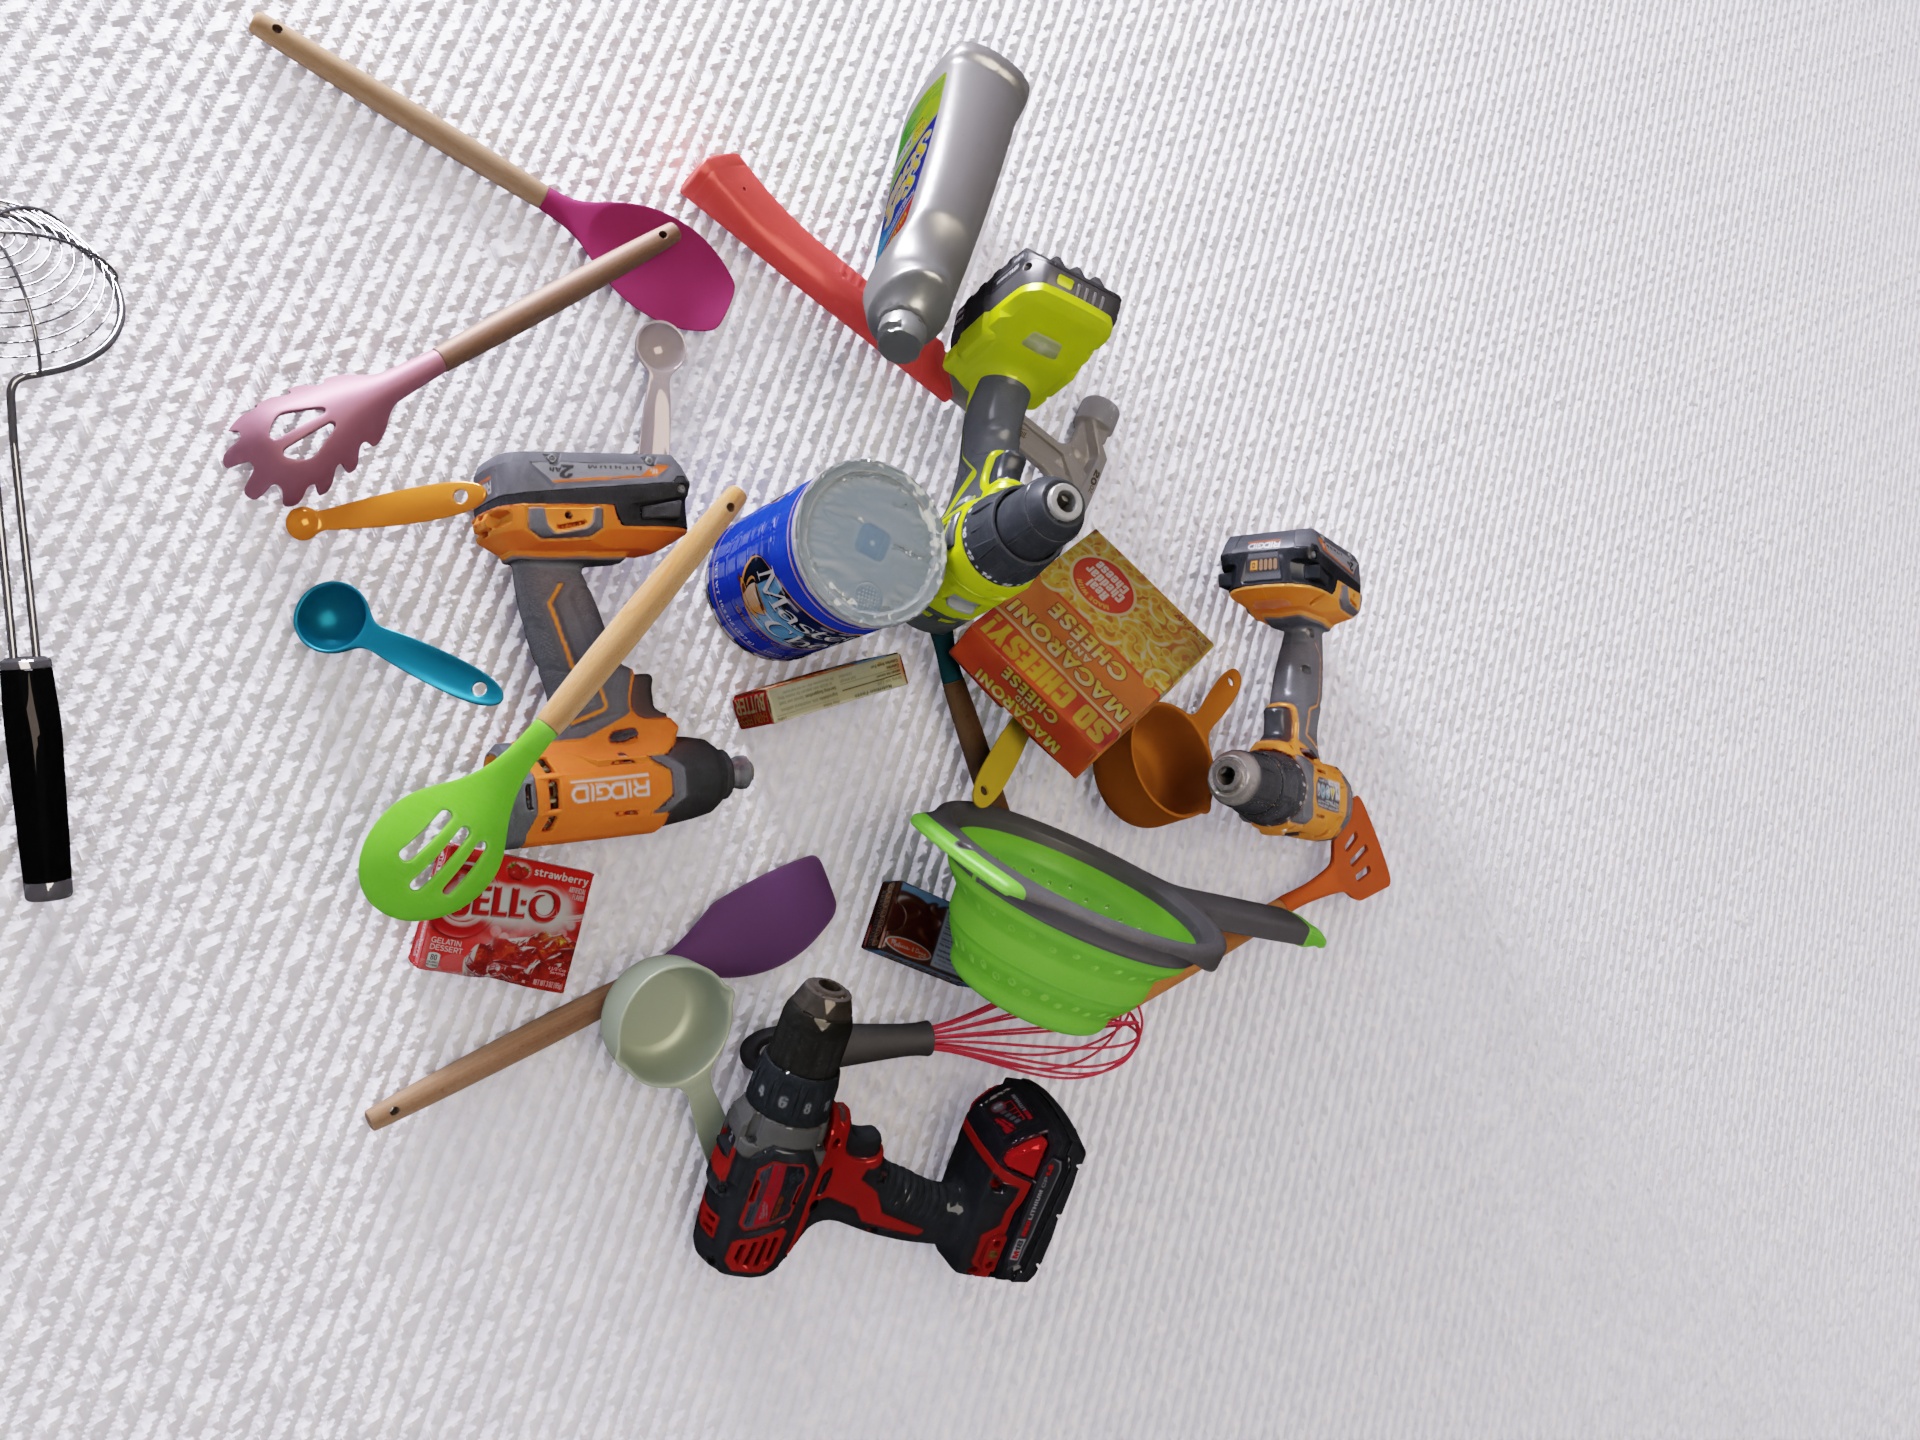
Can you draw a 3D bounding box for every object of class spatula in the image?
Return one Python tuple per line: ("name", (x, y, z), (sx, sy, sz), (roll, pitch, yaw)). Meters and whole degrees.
("spatula", (0.224, 0.155, 1.224), (0.322, 0.041, 0.081), (-25, 97, -27))
("spatula", (-0.206, 0.167, 0.965), (0.316, 0.018, 0.059), (-25, 101, -32))
("spatula", (-0.002, -0.004, 1.111), (0.082, 0.044, 0.317), (-24, 100, -32))

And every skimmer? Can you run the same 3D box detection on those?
("skimmer", (-0.491, -0.091, 0.823), (0.127, 0.090, 0.363), (-6, 97, -34))

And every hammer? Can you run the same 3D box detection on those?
("hammer", (-0.044, -0.259, 1.112), (0.358, 0.037, 0.149), (34, 67, -23))

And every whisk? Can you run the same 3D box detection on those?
("whisk", (-0.004, 0.211, 1.061), (0.295, 0.073, 0.073), (1, 83, -25))

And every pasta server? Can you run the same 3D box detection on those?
("pasta server", (-0.293, -0.226, 0.955), (0.316, 0.040, 0.060), (-40, 104, -29))

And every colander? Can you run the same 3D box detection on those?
("colander", (0.117, 0.154, 1.077), (0.396, 0.205, 0.094), (16, 102, -43))

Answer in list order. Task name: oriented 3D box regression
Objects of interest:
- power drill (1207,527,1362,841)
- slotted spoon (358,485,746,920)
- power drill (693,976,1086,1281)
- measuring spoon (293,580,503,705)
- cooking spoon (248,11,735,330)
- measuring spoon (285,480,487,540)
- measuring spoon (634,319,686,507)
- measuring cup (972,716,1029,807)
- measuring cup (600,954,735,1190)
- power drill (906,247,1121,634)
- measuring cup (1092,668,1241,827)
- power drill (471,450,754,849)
("power drill", (0.239, -0.026, 1.195), (0.185, 0.084, 0.226), (15, 76, -55))
("slotted spoon", (-0.218, -0.017, 0.894), (0.070, 0.031, 0.314), (47, 67, -28))
("power drill", (-0.039, 0.258, 0.986), (0.226, 0.080, 0.188), (14, 103, -27))
("measuring spoon", (-0.315, -0.038, 0.901), (0.128, 0.021, 0.042), (26, 78, 2))
("cooking spoon", (-0.283, -0.340, 0.989), (0.318, 0.017, 0.069), (28, 76, -26))
("measuring spoon", (-0.326, -0.120, 0.901), (0.117, 0.011, 0.021), (-9, 85, 1))
("measuring spoon", (-0.199, -0.195, 1.025), (0.034, 0.018, 0.124), (5, 87, -31))
("measuring cup", (0.033, 0.008, 1.102), (0.062, 0.029, 0.157), (46, 47, -18))
("measuring cup", (-0.169, 0.217, 0.971), (0.083, 0.038, 0.167), (-29, 119, -31))
("power drill", (0.034, -0.179, 1.020), (0.080, 0.190, 0.229), (21, 69, -22))
("measuring cup", (0.159, 0.014, 1.192), (0.095, 0.052, 0.174), (55, 44, -10))
("power drill", (-0.208, -0.043, 0.959), (0.164, 0.084, 0.226), (-4, 90, -32))
